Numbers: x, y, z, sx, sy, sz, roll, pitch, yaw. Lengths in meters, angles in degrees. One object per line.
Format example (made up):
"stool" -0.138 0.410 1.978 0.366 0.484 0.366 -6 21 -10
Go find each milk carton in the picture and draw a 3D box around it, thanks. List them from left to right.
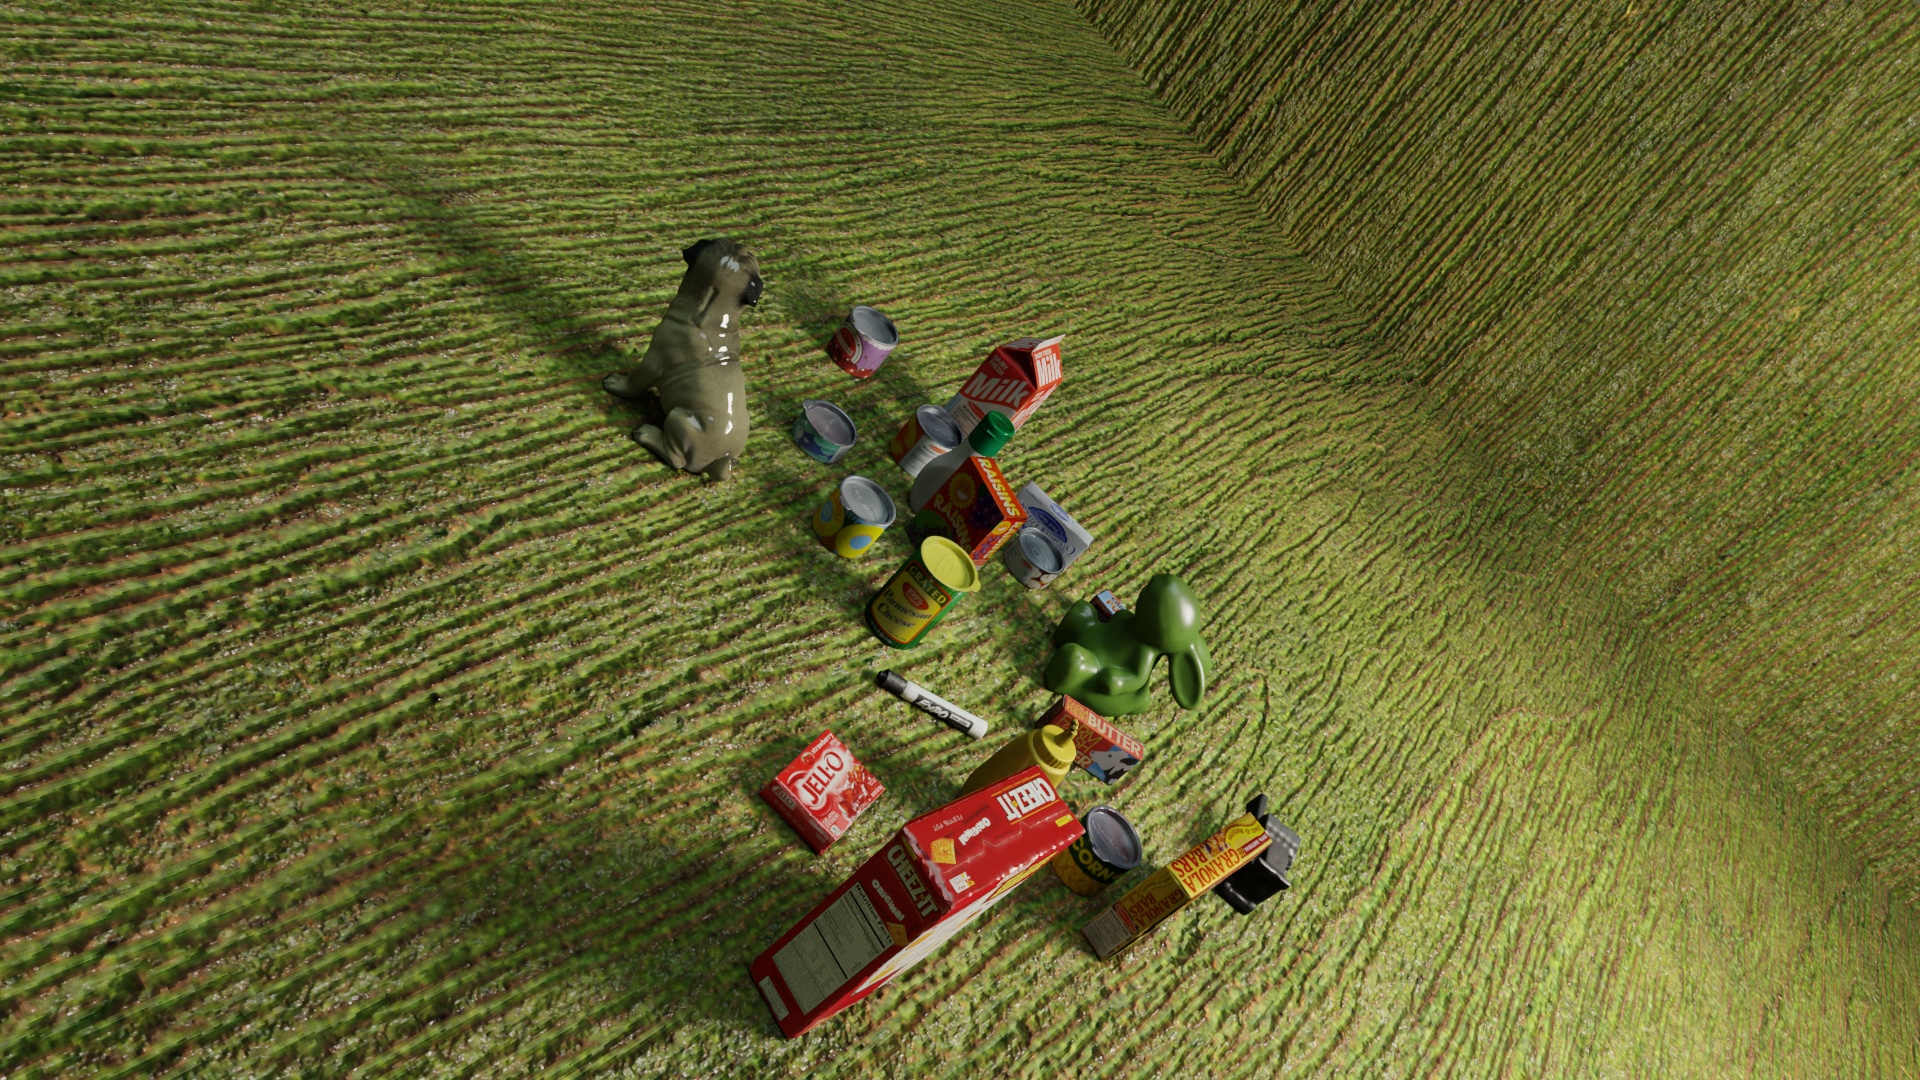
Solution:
"milk carton" 0.049 -0.171 1.623 0.073 0.189 0.072 48 33 7

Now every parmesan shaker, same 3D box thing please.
"parmesan shaker" -0.037 0.055 1.358 0.071 0.102 0.072 28 36 -22

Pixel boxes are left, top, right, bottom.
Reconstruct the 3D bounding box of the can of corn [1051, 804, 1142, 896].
"can of corn" 0.125 0.292 1.300 0.071 0.058 0.071 28 36 -22

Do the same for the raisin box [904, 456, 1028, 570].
"raisin box" 0.005 -0.018 1.466 0.040 0.123 0.086 2 51 -46

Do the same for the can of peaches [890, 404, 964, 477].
"can of peaches" -0.038 -0.113 1.587 0.071 0.057 0.071 28 36 -22

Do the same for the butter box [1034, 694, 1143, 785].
"butter box" 0.130 0.203 1.410 0.103 0.053 0.024 35 34 -12

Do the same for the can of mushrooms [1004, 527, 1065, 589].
"can of mushrooms" 0.086 0.021 1.588 0.071 0.033 0.071 28 36 -22

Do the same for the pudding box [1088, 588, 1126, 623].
"pudding box" 0.174 0.102 1.574 0.084 0.049 0.030 50 33 11

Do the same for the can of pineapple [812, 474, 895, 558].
"can of pineapple" -0.110 -0.024 1.412 0.071 0.057 0.071 28 36 -22

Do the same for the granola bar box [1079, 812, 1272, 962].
"granola bar box" 0.203 0.320 1.289 0.166 0.123 0.039 -12 61 -52

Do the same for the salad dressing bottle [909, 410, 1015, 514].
"salad dressing bottle" 0.002 -0.080 1.510 0.064 0.147 0.044 44 33 1

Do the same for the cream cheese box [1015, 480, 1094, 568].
"cream cheese box" 0.101 -0.017 1.628 0.104 0.053 0.024 43 33 0

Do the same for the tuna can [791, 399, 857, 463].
"tuna can" -0.149 -0.119 1.501 0.071 0.032 0.071 28 36 -22

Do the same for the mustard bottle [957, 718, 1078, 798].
"mustard bottle" 0.058 0.207 1.233 0.049 0.159 0.065 24 37 -27

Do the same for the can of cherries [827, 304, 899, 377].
"can of cherries" -0.117 -0.235 1.642 0.071 0.058 0.072 28 36 -22
